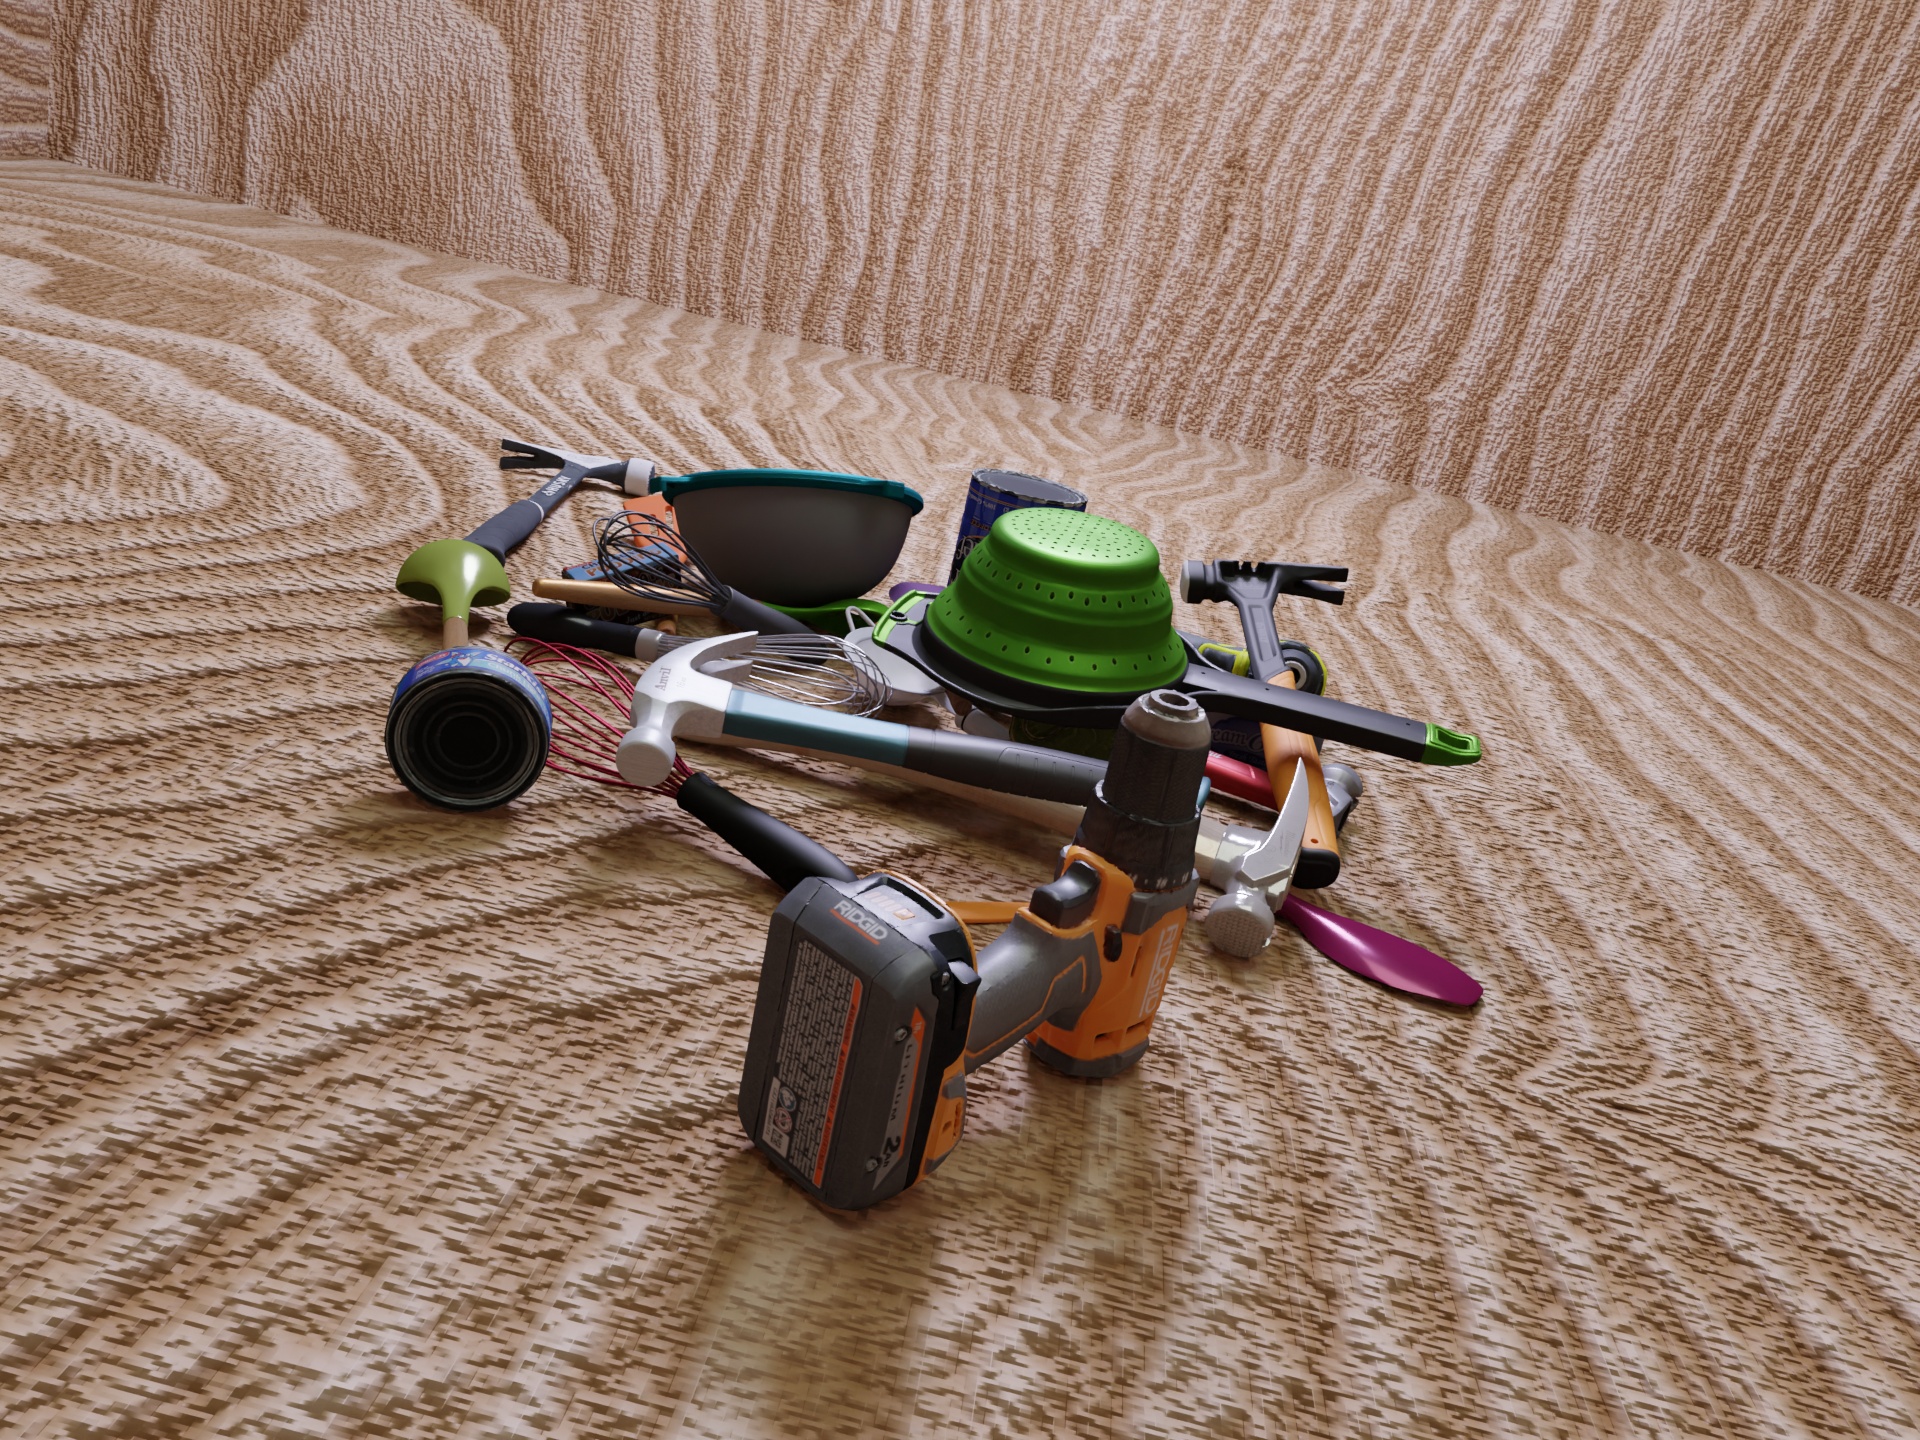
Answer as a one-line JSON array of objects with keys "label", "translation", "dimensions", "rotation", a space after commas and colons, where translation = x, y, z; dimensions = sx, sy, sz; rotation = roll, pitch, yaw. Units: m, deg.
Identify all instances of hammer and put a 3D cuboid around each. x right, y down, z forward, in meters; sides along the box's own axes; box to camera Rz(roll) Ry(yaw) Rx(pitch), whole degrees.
[{"label": "hammer", "translation": [-0.381, -0.191, 1.408], "dimensions": [0.149, 0.036, 0.409], "rotation": [11, 19, -3]}, {"label": "hammer", "translation": [-0.018, 0.018, 0.894], "dimensions": [0.331, 0.033, 0.128], "rotation": [12, 33, -7]}, {"label": "hammer", "translation": [0.228, -0.009, 1.100], "dimensions": [0.127, 0.034, 0.337], "rotation": [2, 38, 1]}, {"label": "hammer", "translation": [0.091, 0.007, 1.158], "dimensions": [0.386, 0.038, 0.143], "rotation": [21, 22, 20]}, {"label": "hammer", "translation": [0.008, 0.028, 0.987], "dimensions": [0.411, 0.038, 0.146], "rotation": [16, 42, 16]}]

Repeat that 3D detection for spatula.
[{"label": "spatula", "translation": [-0.017, -0.061, 1.182], "dimensions": [0.059, 0.018, 0.316], "rotation": [7, 19, -9]}, {"label": "spatula", "translation": [-0.240, -0.125, 1.303], "dimensions": [0.081, 0.041, 0.323], "rotation": [-6, 23, -7]}]

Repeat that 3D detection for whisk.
[{"label": "whisk", "translation": [-0.184, -0.046, 1.105], "dimensions": [0.284, 0.070, 0.070], "rotation": [12, 19, 11]}, {"label": "whisk", "translation": [-0.164, 0.031, 0.893], "dimensions": [0.296, 0.073, 0.073], "rotation": [30, 25, 28]}, {"label": "whisk", "translation": [-0.171, -0.087, 1.132], "dimensions": [0.055, 0.055, 0.238], "rotation": [30, 0, 39]}]

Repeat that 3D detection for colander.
[{"label": "colander", "translation": [0.146, -0.059, 1.027], "dimensions": [0.397, 0.094, 0.204], "rotation": [15, 25, 9]}]

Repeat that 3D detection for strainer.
[{"label": "strainer", "translation": [-0.002, -0.004, 1.125], "dimensions": [0.087, 0.050, 0.259], "rotation": [-11, 36, -45]}, {"label": "strainer", "translation": [-0.133, -0.135, 1.349], "dimensions": [0.211, 0.095, 0.340], "rotation": [1, -3, 3]}]

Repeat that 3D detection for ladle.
[{"label": "ladle", "translation": [-0.325, -0.038, 1.020], "dimensions": [0.078, 0.062, 0.320], "rotation": [5, 27, -20]}]

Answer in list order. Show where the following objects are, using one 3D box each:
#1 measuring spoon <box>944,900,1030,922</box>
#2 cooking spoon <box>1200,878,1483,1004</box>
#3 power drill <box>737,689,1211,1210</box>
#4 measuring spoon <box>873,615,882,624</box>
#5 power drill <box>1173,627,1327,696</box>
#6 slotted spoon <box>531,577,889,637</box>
[{"label": "measuring spoon", "translation": [0.027, 0.102, 0.883], "dimensions": [0.116, 0.011, 0.021], "rotation": [3, 22, -28]}, {"label": "cooking spoon", "translation": [0.168, 0.098, 0.980], "dimensions": [0.319, 0.017, 0.068], "rotation": [25, 21, 28]}, {"label": "power drill", "translation": [0.023, 0.087, 0.669], "dimensions": [0.084, 0.185, 0.226], "rotation": [29, 27, 34]}, {"label": "measuring spoon", "translation": [-0.022, -0.056, 1.301], "dimensions": [0.129, 0.021, 0.042], "rotation": [30, 12, 19]}, {"label": "power drill", "translation": [0.182, -0.054, 1.280], "dimensions": [0.228, 0.080, 0.190], "rotation": [16, 2, 9]}, {"label": "slotted spoon", "translation": [-0.172, -0.085, 1.192], "dimensions": [0.313, 0.031, 0.070], "rotation": [3, -11, -40]}]
